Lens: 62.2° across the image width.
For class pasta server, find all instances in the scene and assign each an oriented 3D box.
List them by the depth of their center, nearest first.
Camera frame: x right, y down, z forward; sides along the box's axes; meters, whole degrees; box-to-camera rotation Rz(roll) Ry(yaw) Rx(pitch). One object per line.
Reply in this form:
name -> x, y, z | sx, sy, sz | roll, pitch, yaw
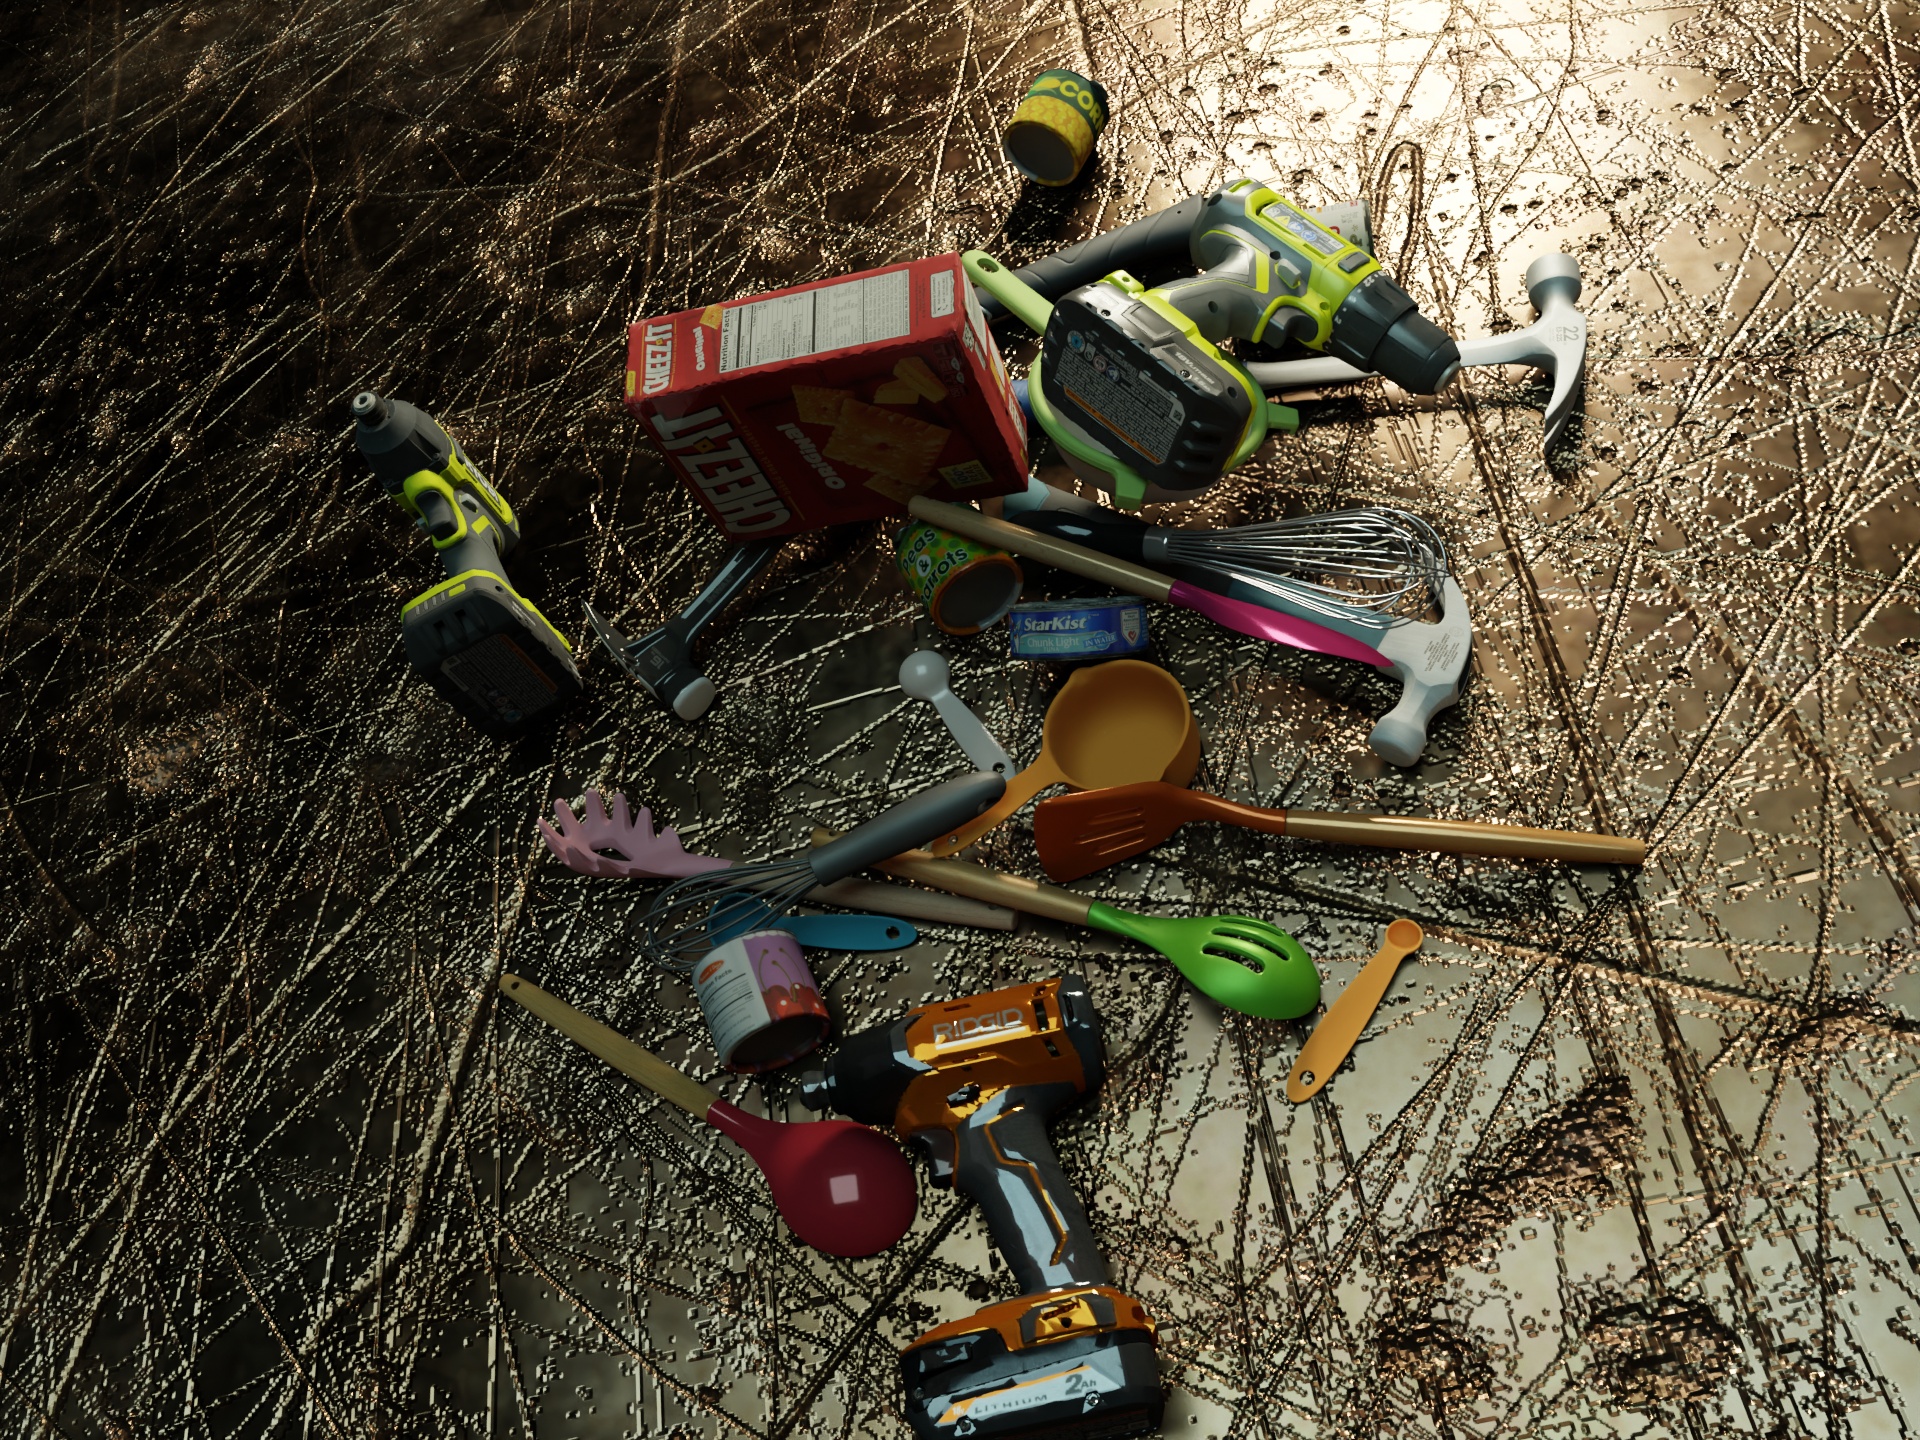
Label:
pasta server -> -0.116, 0.091, 0.970 | 0.316, 0.040, 0.060 | 7, 34, 21

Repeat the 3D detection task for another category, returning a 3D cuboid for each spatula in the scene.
spatula -> 0.203, 0.066, 0.873 | 0.322, 0.080, 0.041 | 4, 52, 14

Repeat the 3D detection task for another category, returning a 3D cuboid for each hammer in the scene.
hammer -> 0.161, -0.088, 0.991 | 0.331, 0.033, 0.128 | 26, 71, 30
hammer -> 0.203, -0.226, 1.061 | 0.405, 0.035, 0.144 | -3, 58, 17
hammer -> -0.114, -0.156, 1.108 | 0.337, 0.034, 0.127 | -47, 58, -7
hammer -> -0.009, -0.300, 1.180 | 0.409, 0.036, 0.149 | -21, 54, 5

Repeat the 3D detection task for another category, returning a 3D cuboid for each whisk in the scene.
whisk -> -0.083, 0.083, 0.918 | 0.239, 0.055, 0.055 | -25, 55, 4
whisk -> 0.150, -0.102, 0.952 | 0.285, 0.070, 0.070 | 10, 63, 29

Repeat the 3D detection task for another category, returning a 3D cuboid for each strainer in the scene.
strainer -> 0.081, -0.215, 1.029 | 0.151, 0.069, 0.257 | -28, 58, -27

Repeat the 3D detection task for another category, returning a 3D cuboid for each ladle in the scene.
ladle -> -0.159, 0.213, 0.918 | 0.316, 0.031, 0.069 | 22, 64, 30

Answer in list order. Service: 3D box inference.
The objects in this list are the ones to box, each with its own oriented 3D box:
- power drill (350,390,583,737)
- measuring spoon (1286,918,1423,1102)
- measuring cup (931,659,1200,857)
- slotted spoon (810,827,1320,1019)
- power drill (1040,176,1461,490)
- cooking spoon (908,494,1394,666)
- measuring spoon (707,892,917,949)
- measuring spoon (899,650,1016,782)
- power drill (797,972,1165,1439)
power drill -> -0.348, -0.113, 1.097 | 0.080, 0.171, 0.223 | -28, 58, 0
measuring spoon -> 0.208, 0.154, 0.841 | 0.021, 0.011, 0.117 | 31, 77, 30
measuring cup -> 0.063, 0.038, 0.937 | 0.173, 0.052, 0.095 | -35, 54, 2
slotted spoon -> 0.050, 0.103, 0.900 | 0.314, 0.031, 0.070 | 13, 35, 24
power drill -> 0.178, -0.230, 0.962 | 0.191, 0.080, 0.228 | 42, 55, 19
cooking spoon -> 0.103, -0.084, 0.943 | 0.319, 0.068, 0.017 | 21, 104, 25
measuring spoon -> -0.087, 0.124, 0.954 | 0.128, 0.021, 0.042 | 1, 95, 10
measuring spoon -> -0.002, -0.003, 1.002 | 0.034, 0.018, 0.124 | -35, 56, -5
power drill -> 0.007, 0.246, 0.800 | 0.164, 0.084, 0.227 | -12, 53, 1
